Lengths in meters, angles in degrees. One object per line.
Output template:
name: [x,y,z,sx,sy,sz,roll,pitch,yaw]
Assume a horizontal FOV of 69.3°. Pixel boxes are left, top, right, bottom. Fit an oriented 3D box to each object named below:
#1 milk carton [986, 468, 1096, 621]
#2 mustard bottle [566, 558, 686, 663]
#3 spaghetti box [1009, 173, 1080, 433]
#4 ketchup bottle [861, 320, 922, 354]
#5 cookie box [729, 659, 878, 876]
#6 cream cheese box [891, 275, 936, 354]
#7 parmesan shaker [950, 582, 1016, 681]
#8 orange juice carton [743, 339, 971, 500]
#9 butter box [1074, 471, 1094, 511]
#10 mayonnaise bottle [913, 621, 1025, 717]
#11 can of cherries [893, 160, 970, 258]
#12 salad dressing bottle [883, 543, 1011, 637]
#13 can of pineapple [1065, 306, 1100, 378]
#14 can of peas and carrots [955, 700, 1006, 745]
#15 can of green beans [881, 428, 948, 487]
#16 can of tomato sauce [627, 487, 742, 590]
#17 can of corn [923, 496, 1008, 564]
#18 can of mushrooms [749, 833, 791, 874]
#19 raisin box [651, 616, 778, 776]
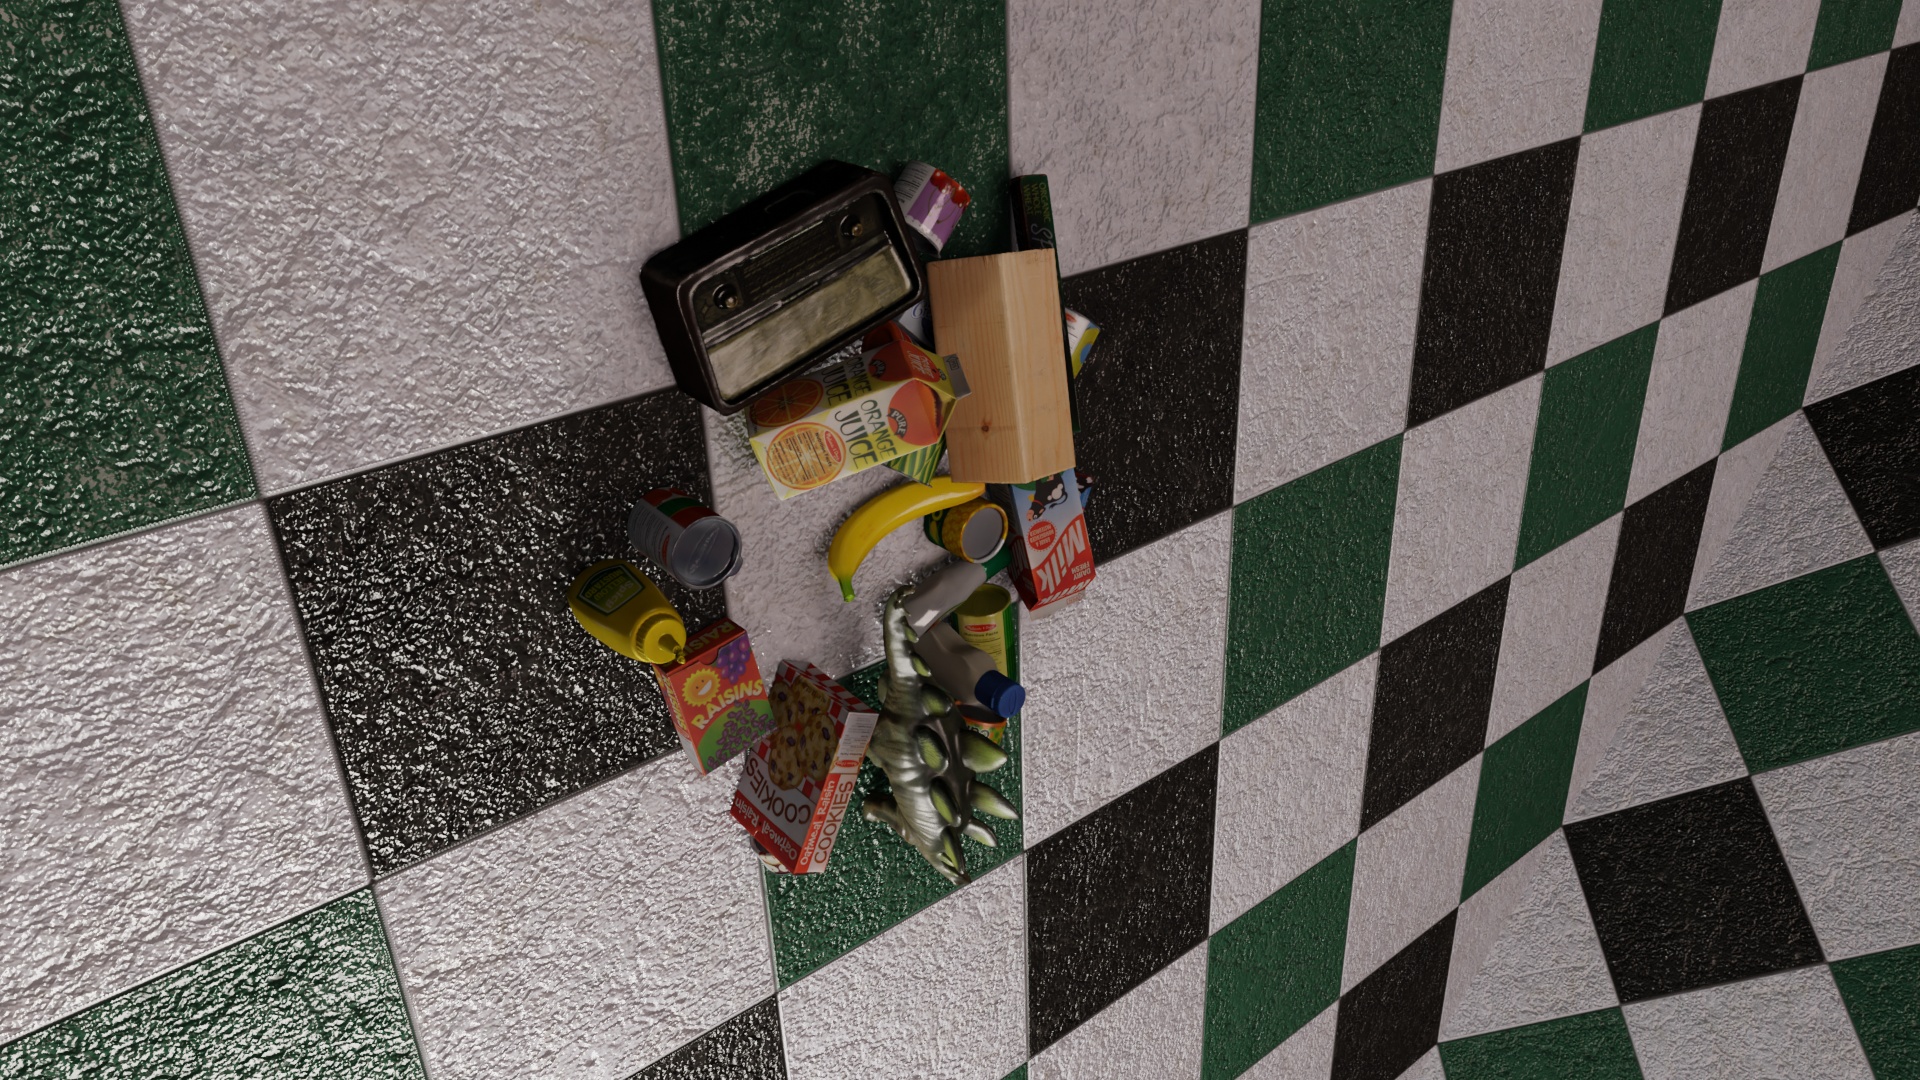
milk carton: [0.085,-0.009,1.450,0.072,0.073,0.189,-22,116,-17]
mustard bottle: [-0.264,0.064,1.137,0.065,0.160,0.048,-40,130,-22]
spaghetti box: [0.081,-0.225,1.334,0.029,0.050,0.249,-10,99,-8]
ketchup bottle: [-0.034,-0.148,1.315,0.043,0.065,0.148,-27,144,23]
cookie box: [-0.153,0.216,1.331,0.040,0.123,0.167,12,101,-43]
cream cheese box: [-0.022,-0.207,1.322,0.103,0.024,0.053,34,84,-45]
parmesan shaker: [0.022,0.106,1.478,0.071,0.071,0.102,-25,125,-31]
orange juice carton: [-0.086,-0.113,1.218,0.193,0.072,0.072,-21,127,0]
butter box: [0.106,-0.027,1.518,0.053,0.024,0.103,8,103,-43]
mayonnaise bottle: [0.006,0.134,1.416,0.041,0.148,0.064,-13,118,-37]
can of cherries: [-0.031,-0.296,1.243,0.071,0.071,0.058,34,84,-45]
salad dressing bottle: [-0.011,0.048,1.425,0.148,0.064,0.044,-36,95,-27]
can of pineapple: [0.100,-0.202,1.403,0.071,0.071,0.058,26,92,-45]
can of peas and carrots: [0.011,0.213,1.514,0.071,0.071,0.058,7,104,-43]
can of green beans: [-0.047,-0.091,1.323,0.071,0.071,0.058,24,92,-45]
can of tomato sauce: [-0.235,-0.003,1.186,0.071,0.083,0.071,-19,121,-34]
can of corn: [0.005,-0.018,1.409,0.071,0.058,0.070,-19,121,-35]
can of mushrooms: [-0.173,0.296,1.389,0.071,0.071,0.033,-42,130,-19]
raisin box: [-0.228,0.145,1.291,0.086,0.040,0.122,-30,126,-27]
